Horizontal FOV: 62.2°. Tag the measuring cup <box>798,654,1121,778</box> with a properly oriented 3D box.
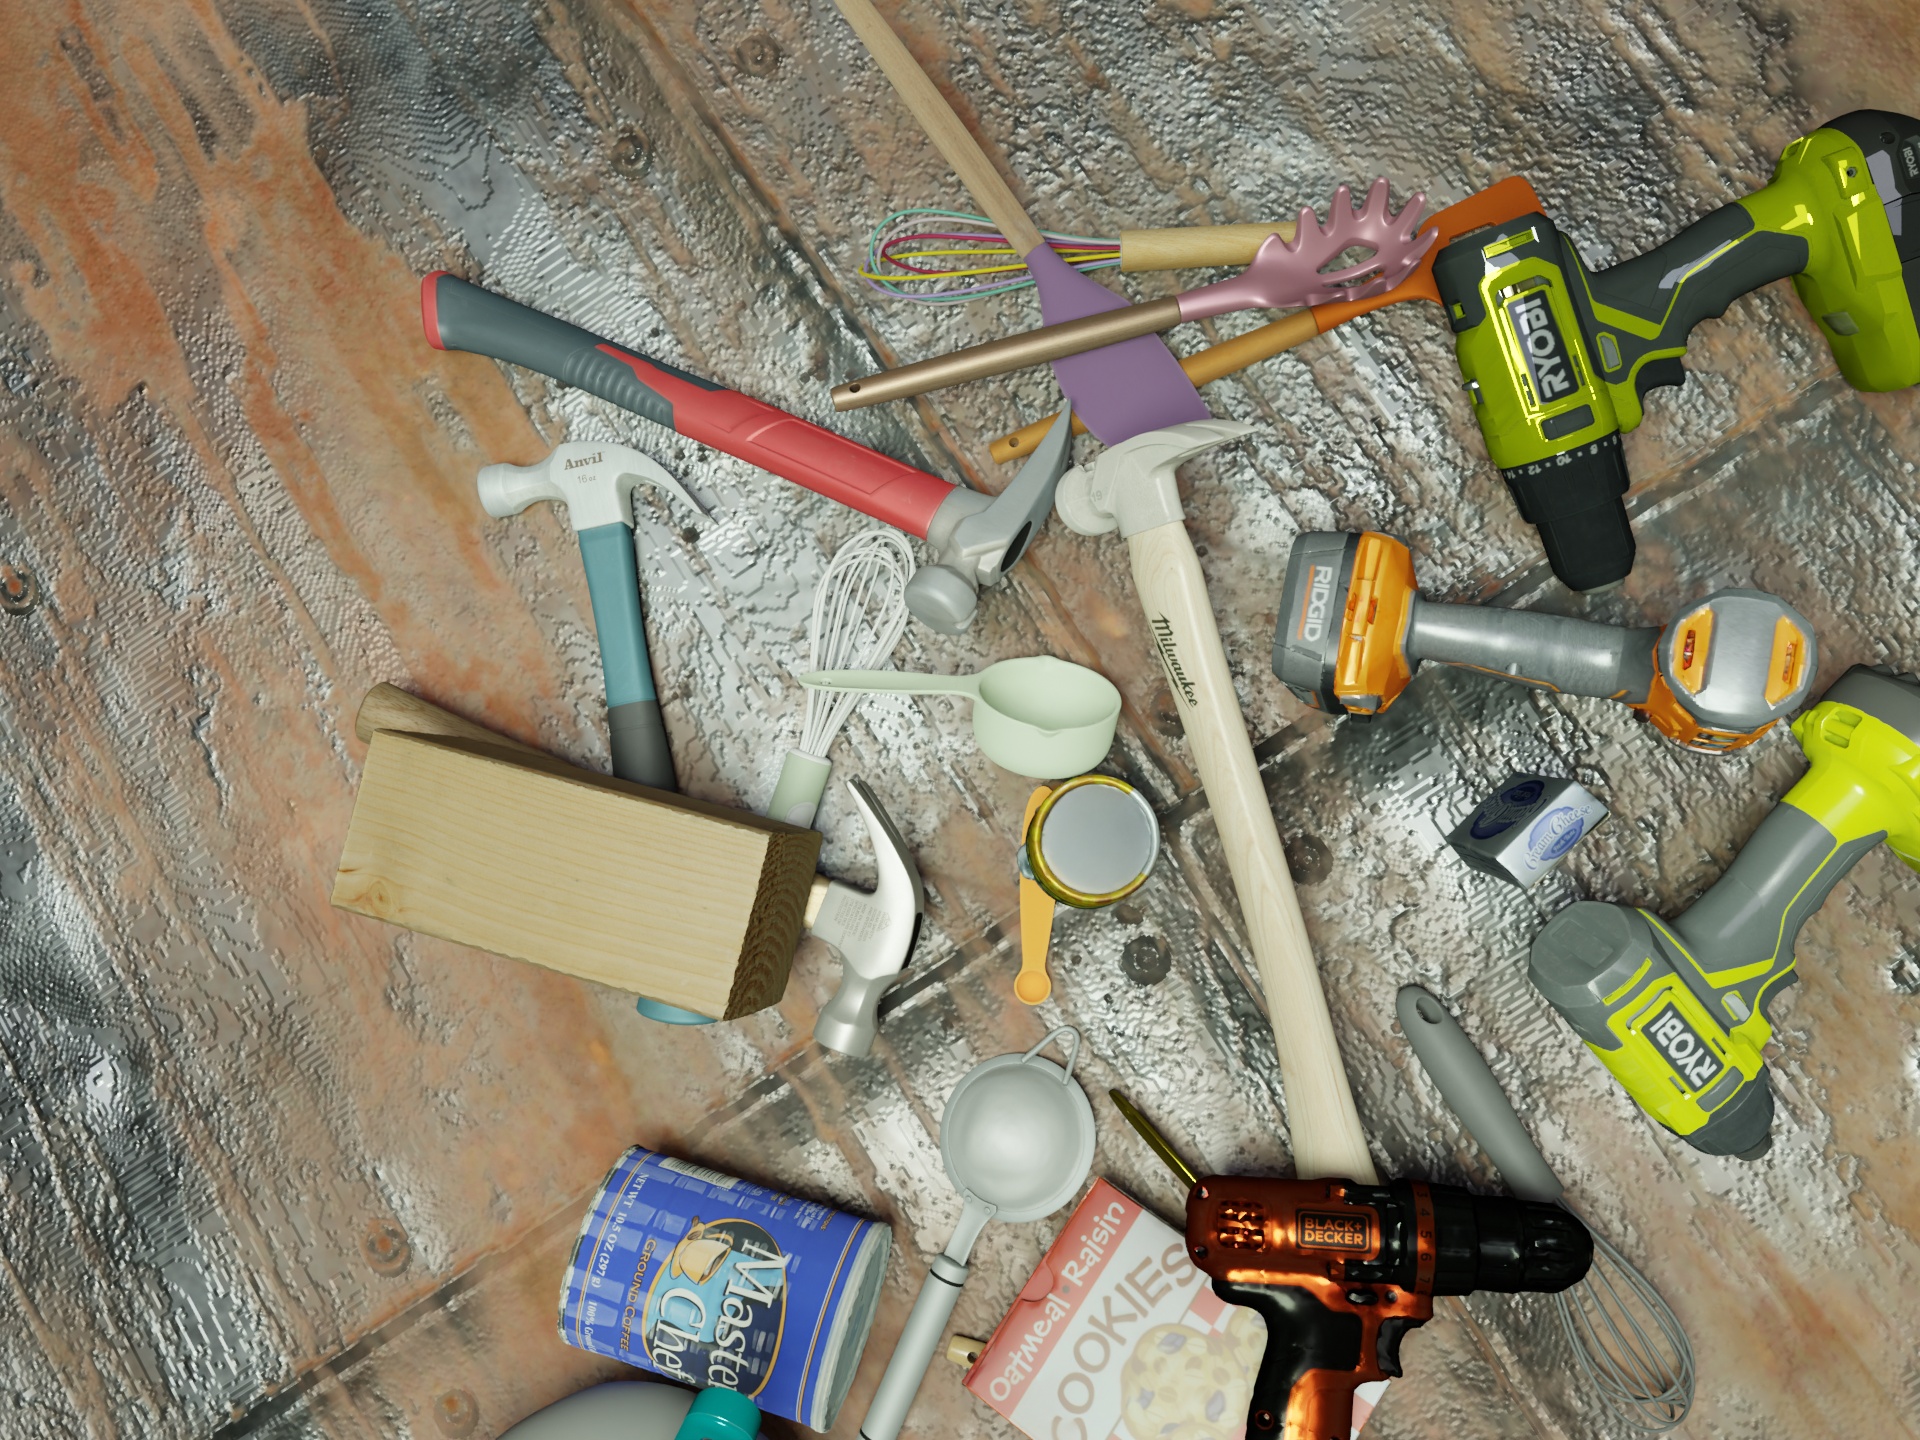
[{"bbox_3d":[-0.001,-0.003,0.829,0.167,0.083,0.038,4,120,0],"label":"measuring cup"}]

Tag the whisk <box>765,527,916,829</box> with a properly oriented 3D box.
[{"bbox_3d":[-0.078,0.013,0.860,0.059,0.057,0.246,20,92,45],"label":"whisk"}]

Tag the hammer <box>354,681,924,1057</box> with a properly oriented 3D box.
[{"bbox_3d":[-0.173,0.052,0.841,0.331,0.031,0.130,22,91,11],"label":"hammer"}]

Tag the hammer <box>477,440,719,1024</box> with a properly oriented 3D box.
[{"bbox_3d":[-0.181,0.005,0.880,0.128,0.033,0.331,-11,83,8],"label":"hammer"}]

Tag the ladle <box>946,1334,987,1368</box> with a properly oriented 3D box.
[{"bbox_3d":[0.144,0.365,0.789,0.320,0.062,0.078,15,80,12],"label":"ladle"}]

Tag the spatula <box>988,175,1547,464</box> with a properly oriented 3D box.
[{"bbox_3d":[0.168,-0.202,0.859,0.322,0.041,0.081,-21,83,9],"label":"spatula"}]

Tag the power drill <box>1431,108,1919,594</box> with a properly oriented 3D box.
[{"bbox_3d":[0.371,-0.184,0.796,0.228,0.080,0.190,-21,97,7],"label":"power drill"}]

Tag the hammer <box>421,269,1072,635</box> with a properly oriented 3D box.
[{"bbox_3d":[-0.130,-0.179,0.870,0.386,0.038,0.143,25,66,17],"label":"hammer"}]

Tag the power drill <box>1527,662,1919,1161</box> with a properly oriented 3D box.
[{"bbox_3d":[0.396,0.098,0.753,0.223,0.080,0.171,-44,113,3],"label":"power drill"}]

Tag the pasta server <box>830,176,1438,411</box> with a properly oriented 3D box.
[{"bbox_3d":[0.085,-0.209,0.818,0.316,0.040,0.060,-14,70,2],"label":"pasta server"}]

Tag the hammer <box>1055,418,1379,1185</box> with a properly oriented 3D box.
[{"bbox_3d":[0.145,0.060,0.771,0.038,0.146,0.410,-18,93,-21],"label":"hammer"}]

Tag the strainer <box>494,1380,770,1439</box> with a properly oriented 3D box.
[{"bbox_3d":[-0.129,0.349,0.739,0.211,0.340,0.095,25,43,0],"label":"strainer"}]

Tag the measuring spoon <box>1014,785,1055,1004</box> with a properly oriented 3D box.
[{"bbox_3d":[0.041,0.093,0.854,0.021,0.011,0.117,4,81,0],"label":"measuring spoon"}]

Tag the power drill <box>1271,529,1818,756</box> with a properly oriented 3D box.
[{"bbox_3d":[0.278,-0.030,0.771,0.226,0.164,0.084,10,86,21],"label":"power drill"}]

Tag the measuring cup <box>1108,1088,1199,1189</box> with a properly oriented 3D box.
[{"bbox_3d":[0.139,0.239,0.810,0.029,0.062,0.157,-38,68,-18],"label":"measuring cup"}]

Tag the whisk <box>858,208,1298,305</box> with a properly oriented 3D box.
[{"bbox_3d":[0.066,-0.258,0.871,0.245,0.047,0.051,-3,91,3],"label":"whisk"}]

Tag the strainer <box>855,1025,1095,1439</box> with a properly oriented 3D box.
[{"bbox_3d":[-0.002,0.276,0.820,0.087,0.050,0.258,23,88,28],"label":"strainer"}]

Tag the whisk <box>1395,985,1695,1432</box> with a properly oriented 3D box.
[{"bbox_3d":[0.286,0.238,0.788,0.055,0.055,0.239,-32,77,4],"label":"whisk"}]

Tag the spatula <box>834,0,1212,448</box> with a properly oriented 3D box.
[{"bbox_3d":[0.022,-0.268,0.840,0.060,0.018,0.316,-36,93,4],"label":"spatula"}]
